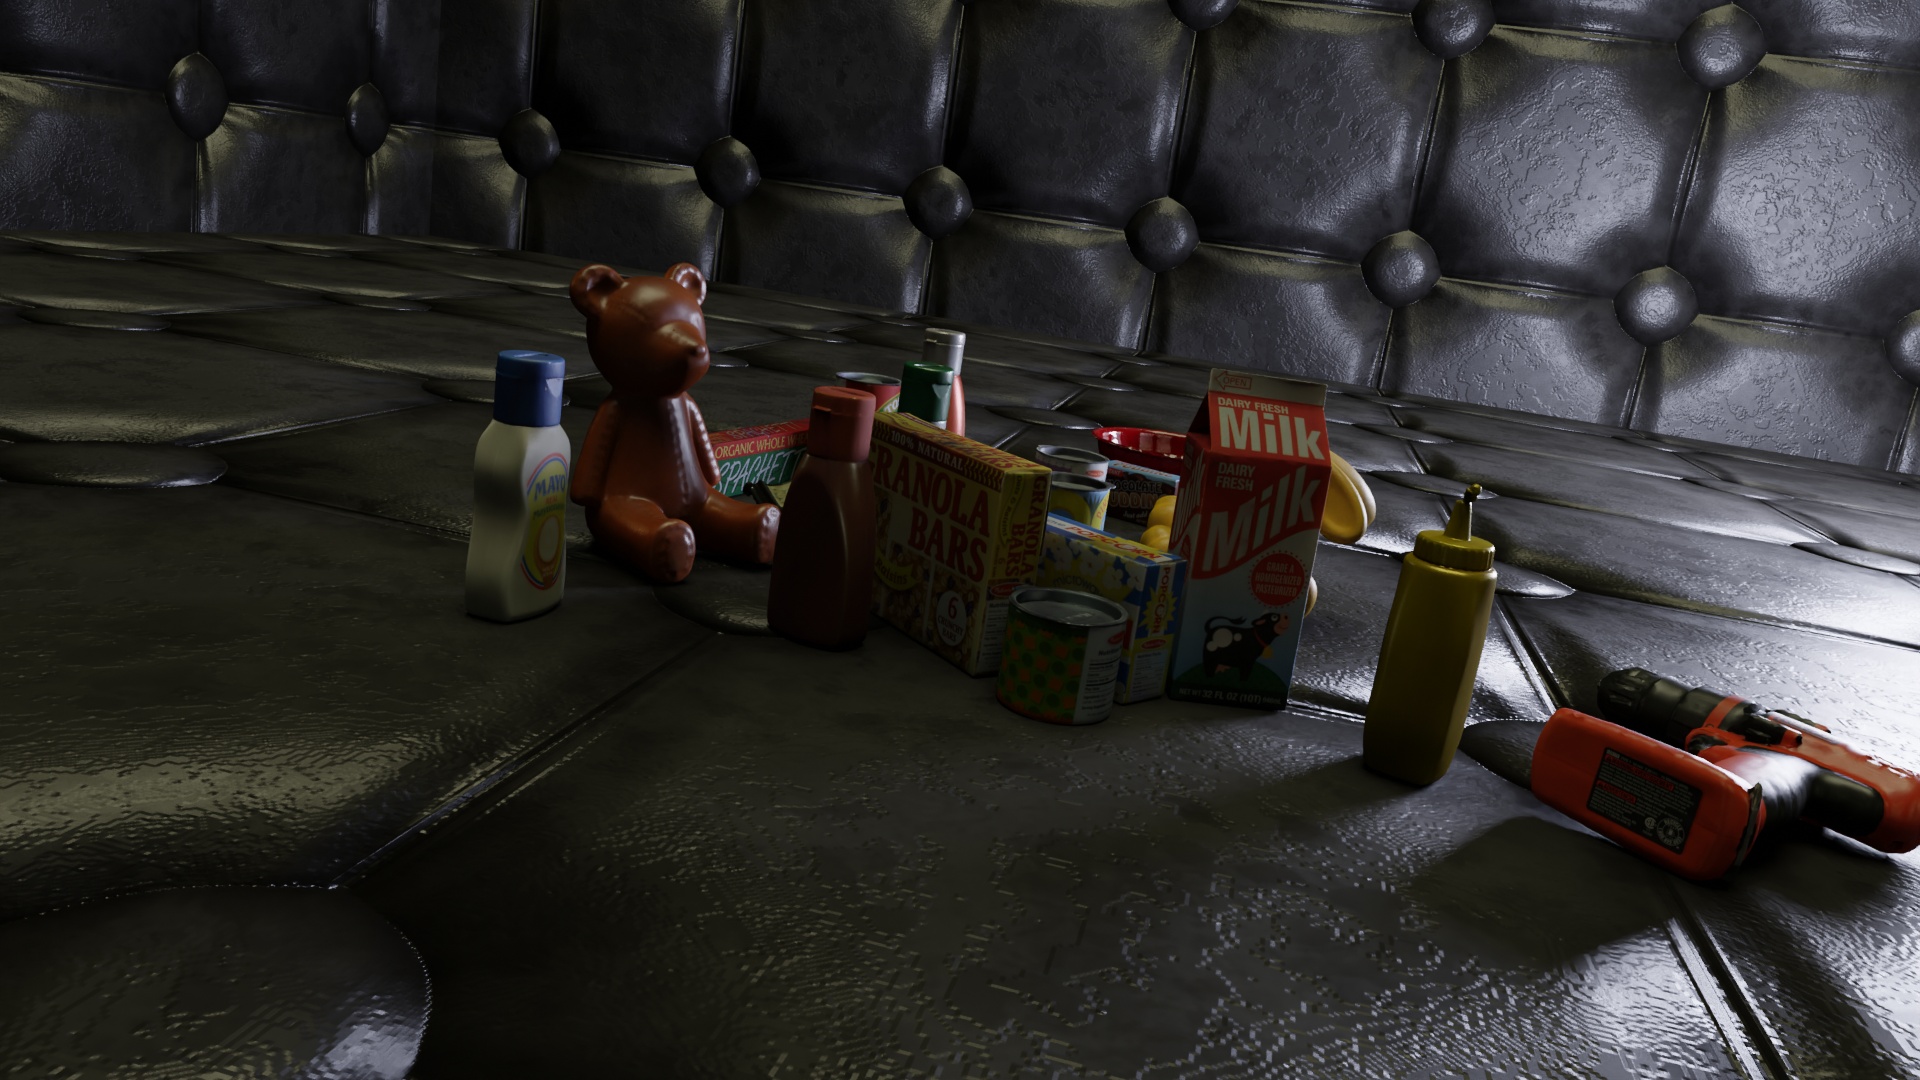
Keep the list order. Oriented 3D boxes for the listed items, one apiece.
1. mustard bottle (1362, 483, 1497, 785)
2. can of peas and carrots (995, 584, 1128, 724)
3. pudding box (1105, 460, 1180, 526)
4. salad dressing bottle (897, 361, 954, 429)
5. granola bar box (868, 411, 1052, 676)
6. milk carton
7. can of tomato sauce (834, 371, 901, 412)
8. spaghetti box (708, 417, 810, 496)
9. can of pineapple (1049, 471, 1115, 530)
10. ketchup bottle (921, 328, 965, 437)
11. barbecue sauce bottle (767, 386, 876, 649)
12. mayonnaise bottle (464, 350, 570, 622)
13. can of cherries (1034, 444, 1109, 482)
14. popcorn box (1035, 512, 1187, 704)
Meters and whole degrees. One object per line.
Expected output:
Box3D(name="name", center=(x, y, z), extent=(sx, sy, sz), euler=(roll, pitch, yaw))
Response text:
Box3D(name="mustard bottle", center=(0.252, 0.046, 0.735), extent=(0.049, 0.159, 0.065), euler=(15, 15, 28))
Box3D(name="can of peas and carrots", center=(0.054, 0.062, 0.768), extent=(0.071, 0.058, 0.071), euler=(8, 13, -2))
Box3D(name="pudding box", center=(0.166, -0.042, 1.275), extent=(0.084, 0.049, 0.030), euler=(18, 16, 34))
Box3D(name="salad dressing bottle", center=(-0.033, -0.054, 1.002), extent=(0.064, 0.147, 0.044), euler=(-3, 17, -40))
Box3D(name="granola bar box", center=(-0.013, -0.003, 0.856), extent=(0.039, 0.124, 0.166), euler=(-1, 16, -34))
Box3D(name="milk carton", center=(0.166, -0.003, 0.822), extent=(0.072, 0.190, 0.073), euler=(7, 13, -4))
Box3D(name="can of tomato sauce", center=(-0.093, -0.120, 1.371), extent=(0.071, 0.083, 0.071), euler=(8, 13, -2))
Box3D(name="spaghetti box", center=(-0.162, -0.076, 1.221), extent=(0.029, 0.050, 0.251), euler=(14, 15, 22))
Box3D(name="can of pineapple", center=(0.087, -0.021, 1.128), extent=(0.071, 0.057, 0.071), euler=(8, 13, -2))
Box3D(name="ketchup bottle", center=(-0.024, -0.116, 1.258), extent=(0.065, 0.148, 0.044), euler=(18, 16, 36))
Box3D(name="barbecue sauce bottle", center=(-0.077, -0.014, 0.815), extent=(0.065, 0.148, 0.044), euler=(17, 16, 34))
Box3D(name="mayonnaise bottle", center=(-0.248, -0.032, 0.786), extent=(0.041, 0.147, 0.065), euler=(12, 14, 15))
Box3D(name="can of cherries", center=(0.095, -0.051, 1.253), extent=(0.071, 0.058, 0.071), euler=(8, 13, -2))
Box3D(name="popcorn box", center=(0.068, 0.036, 0.829), extent=(0.038, 0.085, 0.127), euler=(-5, 19, -44))
